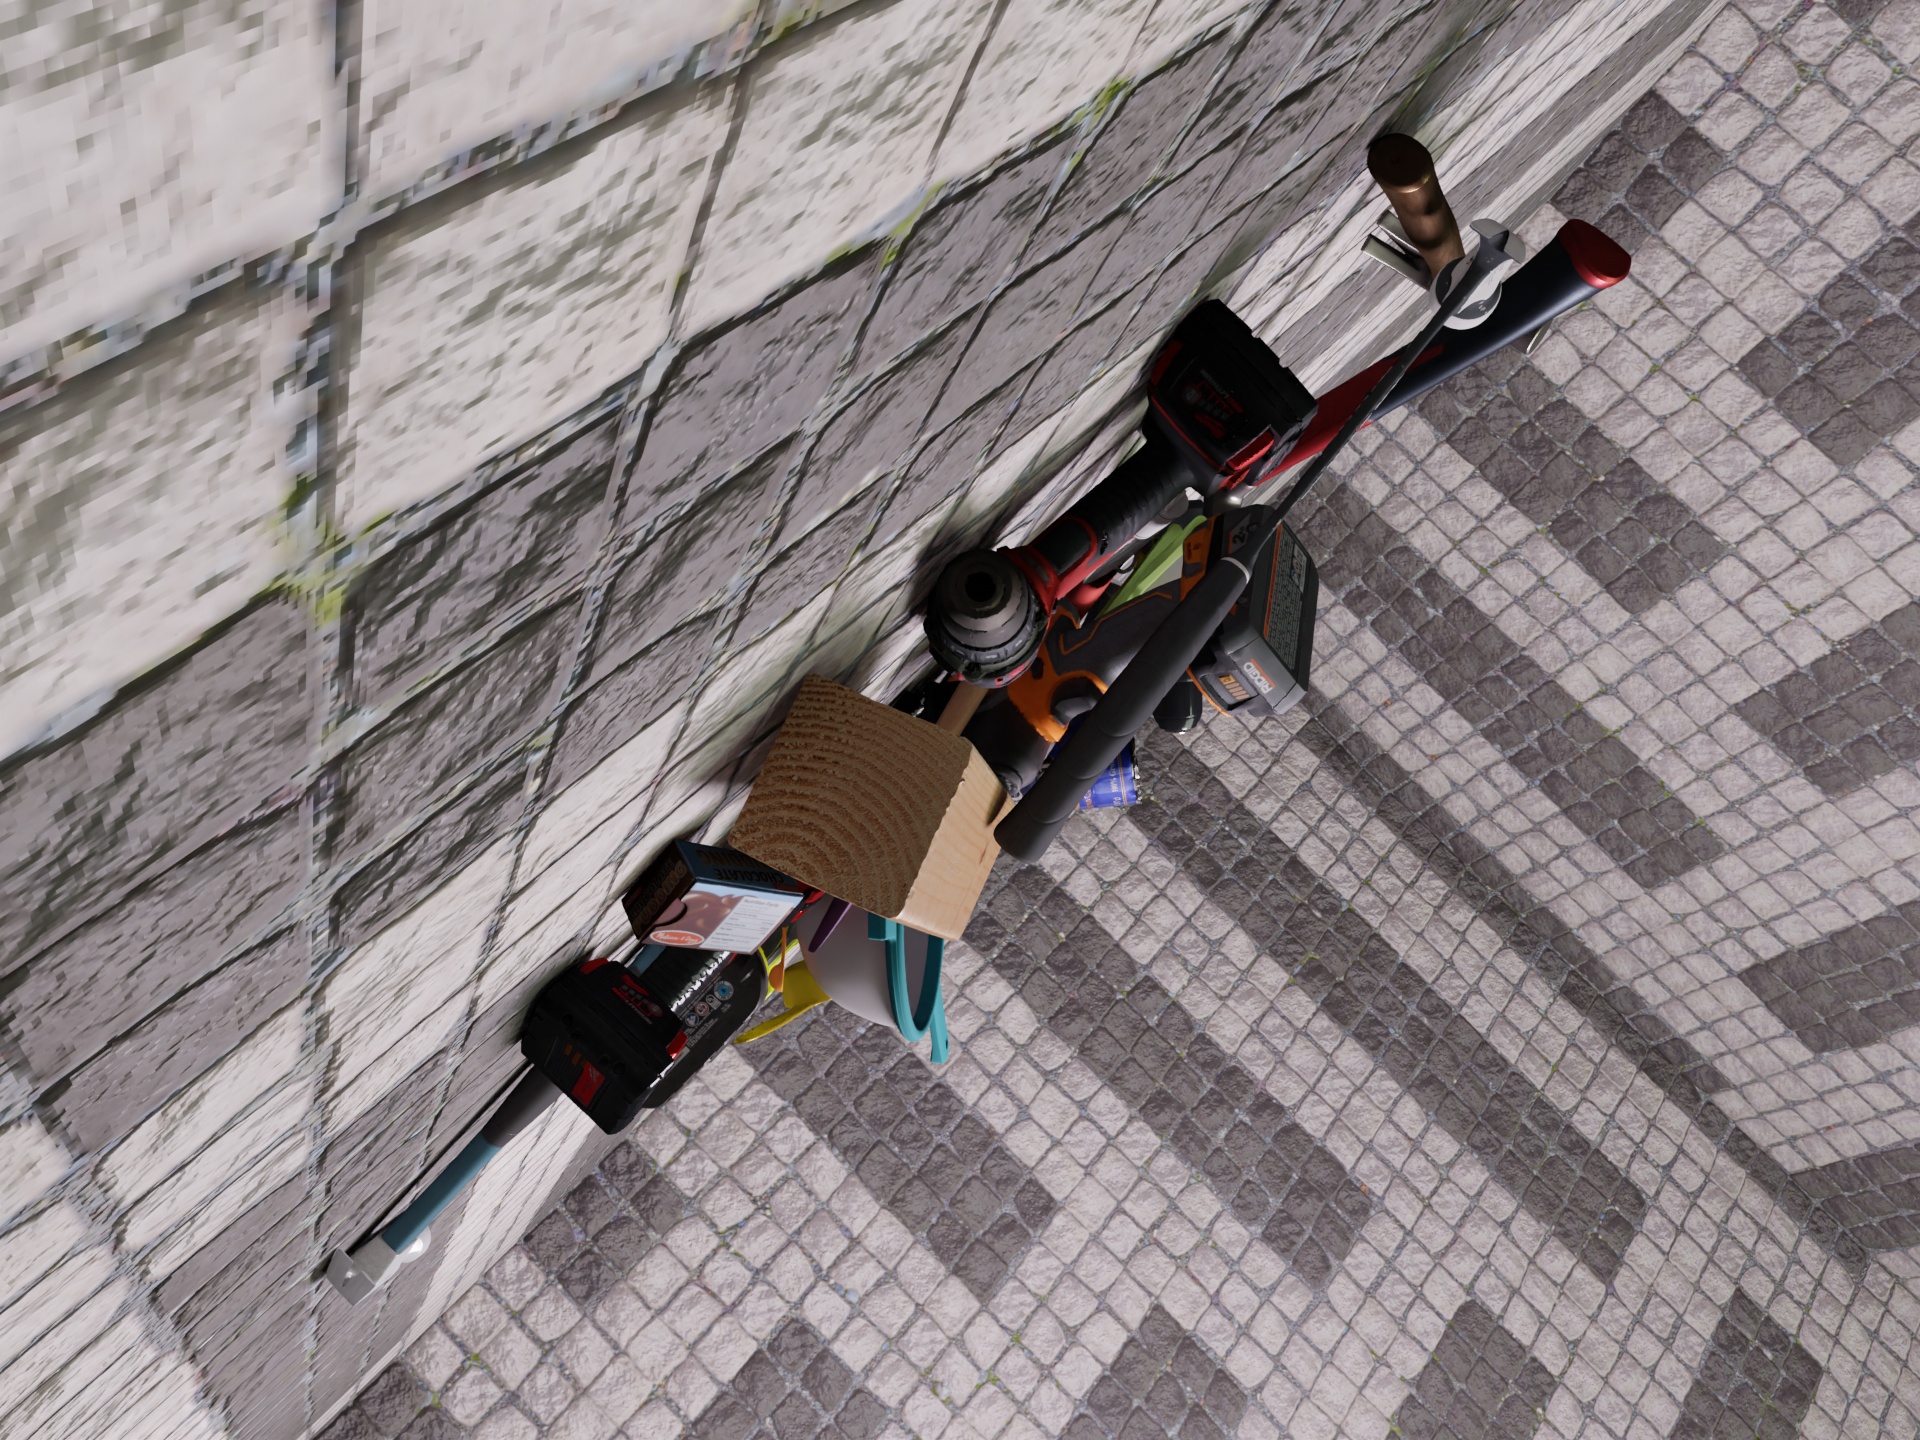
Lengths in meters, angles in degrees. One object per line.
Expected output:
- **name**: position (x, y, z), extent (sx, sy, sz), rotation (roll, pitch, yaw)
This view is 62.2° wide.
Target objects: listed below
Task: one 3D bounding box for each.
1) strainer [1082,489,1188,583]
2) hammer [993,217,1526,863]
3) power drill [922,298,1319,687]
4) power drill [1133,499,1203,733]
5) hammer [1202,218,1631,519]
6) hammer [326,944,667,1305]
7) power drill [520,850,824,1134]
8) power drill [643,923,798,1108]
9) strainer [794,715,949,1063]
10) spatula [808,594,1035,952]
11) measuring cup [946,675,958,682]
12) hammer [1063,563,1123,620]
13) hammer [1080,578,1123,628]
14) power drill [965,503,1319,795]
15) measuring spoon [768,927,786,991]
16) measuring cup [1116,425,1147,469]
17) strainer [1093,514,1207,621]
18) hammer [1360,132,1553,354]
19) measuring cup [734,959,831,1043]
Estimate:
- **strainer**: position (0.119, -0.131, 1.048), extent (0.087, 0.050, 0.258), rotation (-38, -178, -3)
- **hammer**: position (0.154, -0.089, 0.827), extent (0.409, 0.036, 0.149), rotation (-51, 174, 4)
- **power drill**: position (0.071, -0.107, 0.812), extent (0.226, 0.080, 0.188), rotation (-42, 175, -1)
- **power drill**: position (0.187, -0.096, 1.385), extent (0.080, 0.190, 0.228), rotation (-2, -172, 9)
- **hammer**: position (0.264, -0.195, 1.003), extent (0.386, 0.038, 0.143), rotation (156, -57, -66)
- **hammer**: position (-0.293, 0.260, 1.036), extent (0.331, 0.033, 0.128), rotation (-46, 176, 9)
- **power drill**: position (-0.147, 0.127, 0.930), extent (0.220, 0.078, 0.143), rotation (-46, 176, -34)
- **power drill**: position (-0.189, 0.199, 1.170), extent (0.171, 0.080, 0.223), rotation (-47, 179, 5)
- **strainer**: position (-0.064, 0.158, 1.165), extent (0.340, 0.095, 0.211), rotation (84, 10, -49)
- **spatula**: position (-0.008, 0.006, 0.975), extent (0.316, 0.018, 0.060), rotation (-59, -172, -13)
- **measuring cup**: position (-0.002, -0.004, 1.207), extent (0.173, 0.052, 0.095), rotation (-44, 176, 5)
- **hammer**: position (0.084, -0.080, 1.342), extent (0.149, 0.037, 0.359), rotation (-50, 177, -23)
- **hammer**: position (0.124, -0.066, 1.447), extent (0.127, 0.034, 0.337), rotation (-63, 180, 7)
- **power drill**: position (0.098, -0.031, 0.975), extent (0.226, 0.084, 0.164), rotation (-18, -139, 36)
- **measuring spoon**: position (-0.123, 0.126, 1.081), extent (0.021, 0.011, 0.117), rotation (109, -18, -71)
- **measuring cup**: position (0.131, -0.169, 1.004), extent (0.083, 0.038, 0.167), rotation (-42, 176, -35)
- **strainer**: position (0.148, -0.080, 1.131), extent (0.151, 0.069, 0.256), rotation (-52, -179, -17)
- **hammer**: position (0.289, -0.295, 0.971), extent (0.031, 0.130, 0.331), rotation (-57, 161, 15)
- **measuring cup**: position (-0.127, 0.201, 1.161), extent (0.062, 0.029, 0.156), rotation (-14, -179, 21)
